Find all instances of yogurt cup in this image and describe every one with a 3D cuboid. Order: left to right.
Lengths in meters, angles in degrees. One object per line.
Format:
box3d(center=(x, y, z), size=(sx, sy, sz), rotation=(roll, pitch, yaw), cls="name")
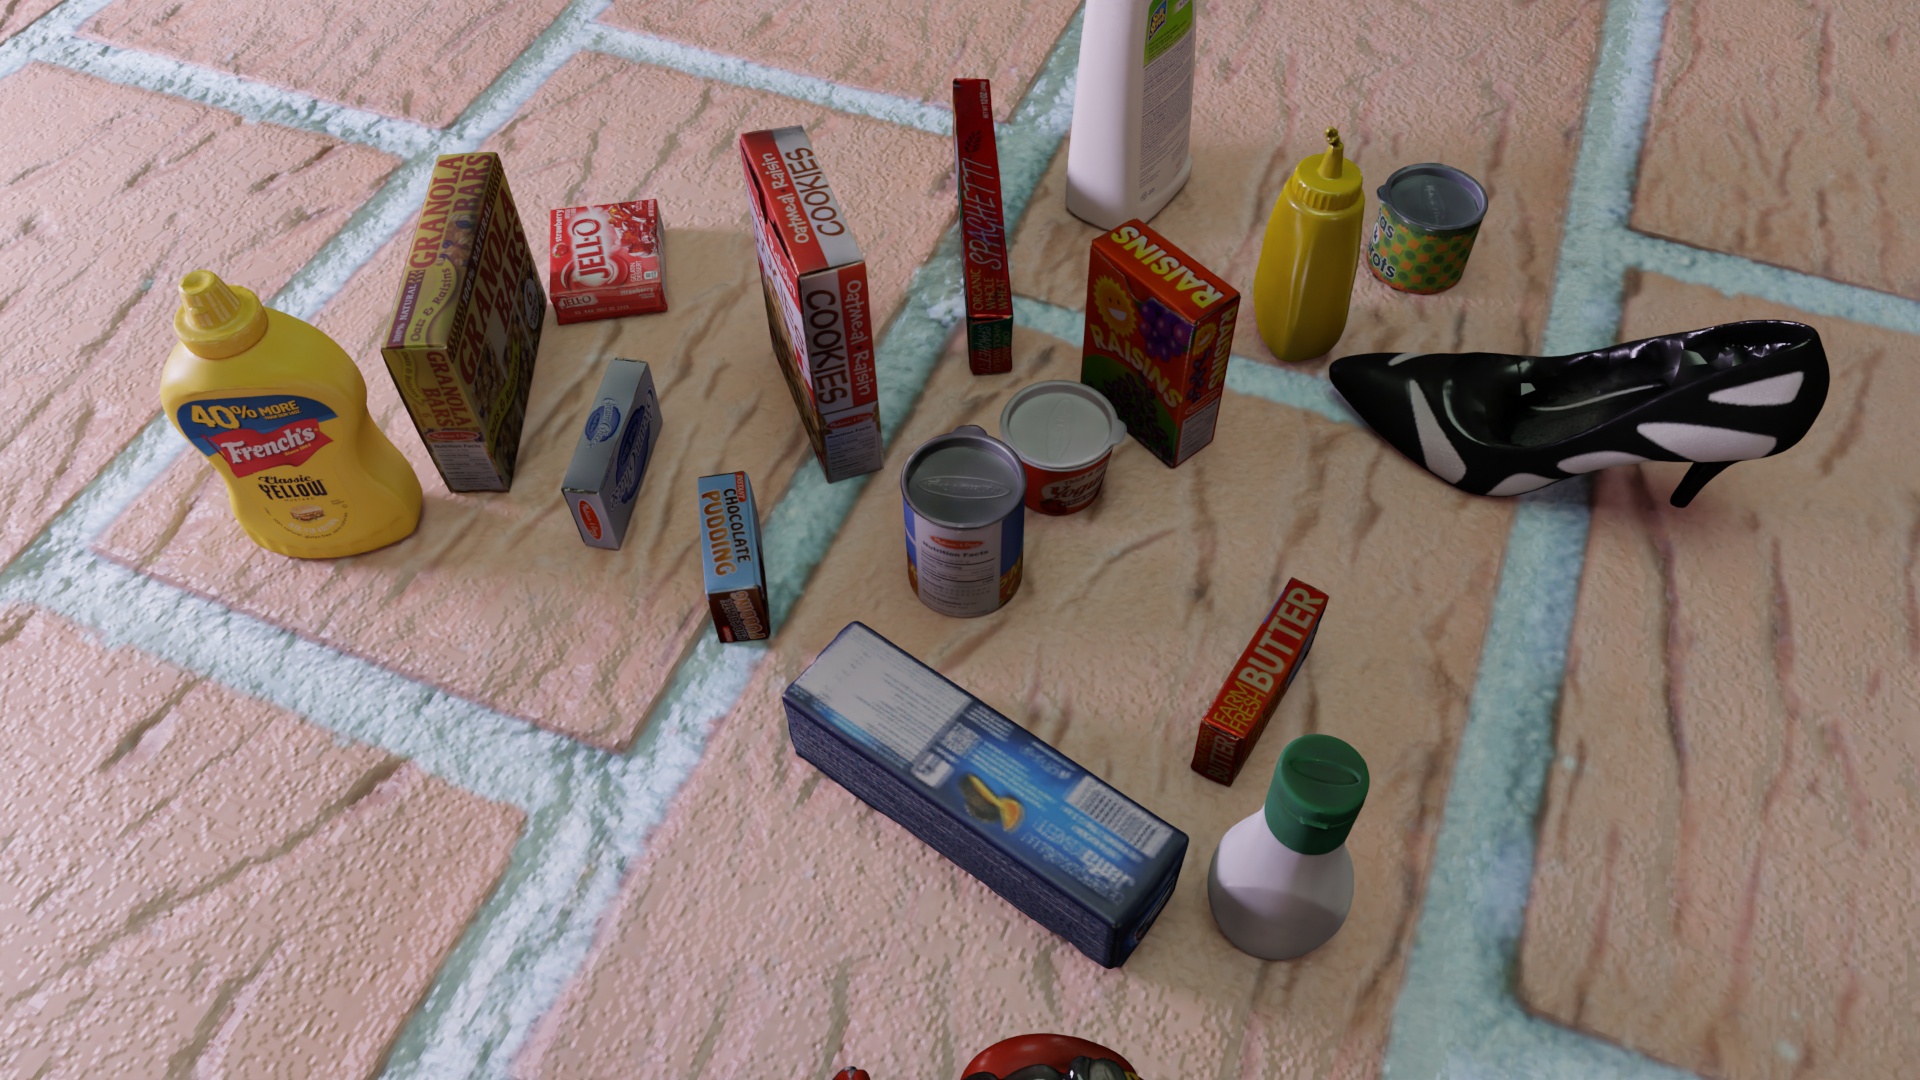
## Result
box3d(center=(0.056, -0.052, 0.808), size=(0.072, 0.053, 0.073), rotation=(0, 53, 0), cls="yogurt cup")

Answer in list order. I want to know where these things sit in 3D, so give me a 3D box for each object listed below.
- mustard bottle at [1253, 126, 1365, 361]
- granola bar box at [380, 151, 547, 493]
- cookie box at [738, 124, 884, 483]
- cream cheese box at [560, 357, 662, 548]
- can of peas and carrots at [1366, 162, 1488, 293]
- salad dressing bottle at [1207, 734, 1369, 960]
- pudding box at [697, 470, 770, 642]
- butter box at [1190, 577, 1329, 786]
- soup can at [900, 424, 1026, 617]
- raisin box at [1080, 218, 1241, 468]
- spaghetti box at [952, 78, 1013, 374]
box3d(center=(0.214, -0.181, 0.839), size=(0.049, 0.159, 0.065), rotation=(-12, 54, -8), cls="mustard bottle")
box3d(center=(-0.291, -0.130, 0.828), size=(0.039, 0.123, 0.166), rotation=(-2, 53, -1), cls="granola bar box")
box3d(center=(-0.085, -0.134, 0.801), size=(0.040, 0.166, 0.123), rotation=(-17, 54, -11), cls="cookie box")
box3d(center=(-0.202, -0.051, 0.811), size=(0.024, 0.053, 0.104), rotation=(5, 53, 5), cls="cream cheese box")
box3d(center=(0.305, -0.206, 0.920), size=(0.071, 0.058, 0.071), rotation=(0, 53, 1), cls="can of peas and carrots")
box3d(center=(0.145, 0.136, 0.606), size=(0.064, 0.146, 0.044), rotation=(12, 54, 10), cls="salad dressing bottle")
box3d(center=(-0.125, 0.009, 0.767), size=(0.030, 0.049, 0.084), rotation=(-8, 53, -5), cls="pudding box")
box3d(center=(0.154, 0.073, 0.713), size=(0.024, 0.052, 0.104), rotation=(27, 58, 20), cls="butter box")
box3d(center=(0.003, -0.010, 0.758), size=(0.071, 0.083, 0.072), rotation=(0, 53, 1), cls="soup can")
box3d(center=(0.113, -0.114, 0.811), size=(0.040, 0.122, 0.086), rotation=(-32, 59, -21), cls="raisin box")
box3d(center=(0.013, -0.218, 0.938), size=(0.029, 0.050, 0.251), rotation=(-3, 53, -1), cls="spaghetti box")
